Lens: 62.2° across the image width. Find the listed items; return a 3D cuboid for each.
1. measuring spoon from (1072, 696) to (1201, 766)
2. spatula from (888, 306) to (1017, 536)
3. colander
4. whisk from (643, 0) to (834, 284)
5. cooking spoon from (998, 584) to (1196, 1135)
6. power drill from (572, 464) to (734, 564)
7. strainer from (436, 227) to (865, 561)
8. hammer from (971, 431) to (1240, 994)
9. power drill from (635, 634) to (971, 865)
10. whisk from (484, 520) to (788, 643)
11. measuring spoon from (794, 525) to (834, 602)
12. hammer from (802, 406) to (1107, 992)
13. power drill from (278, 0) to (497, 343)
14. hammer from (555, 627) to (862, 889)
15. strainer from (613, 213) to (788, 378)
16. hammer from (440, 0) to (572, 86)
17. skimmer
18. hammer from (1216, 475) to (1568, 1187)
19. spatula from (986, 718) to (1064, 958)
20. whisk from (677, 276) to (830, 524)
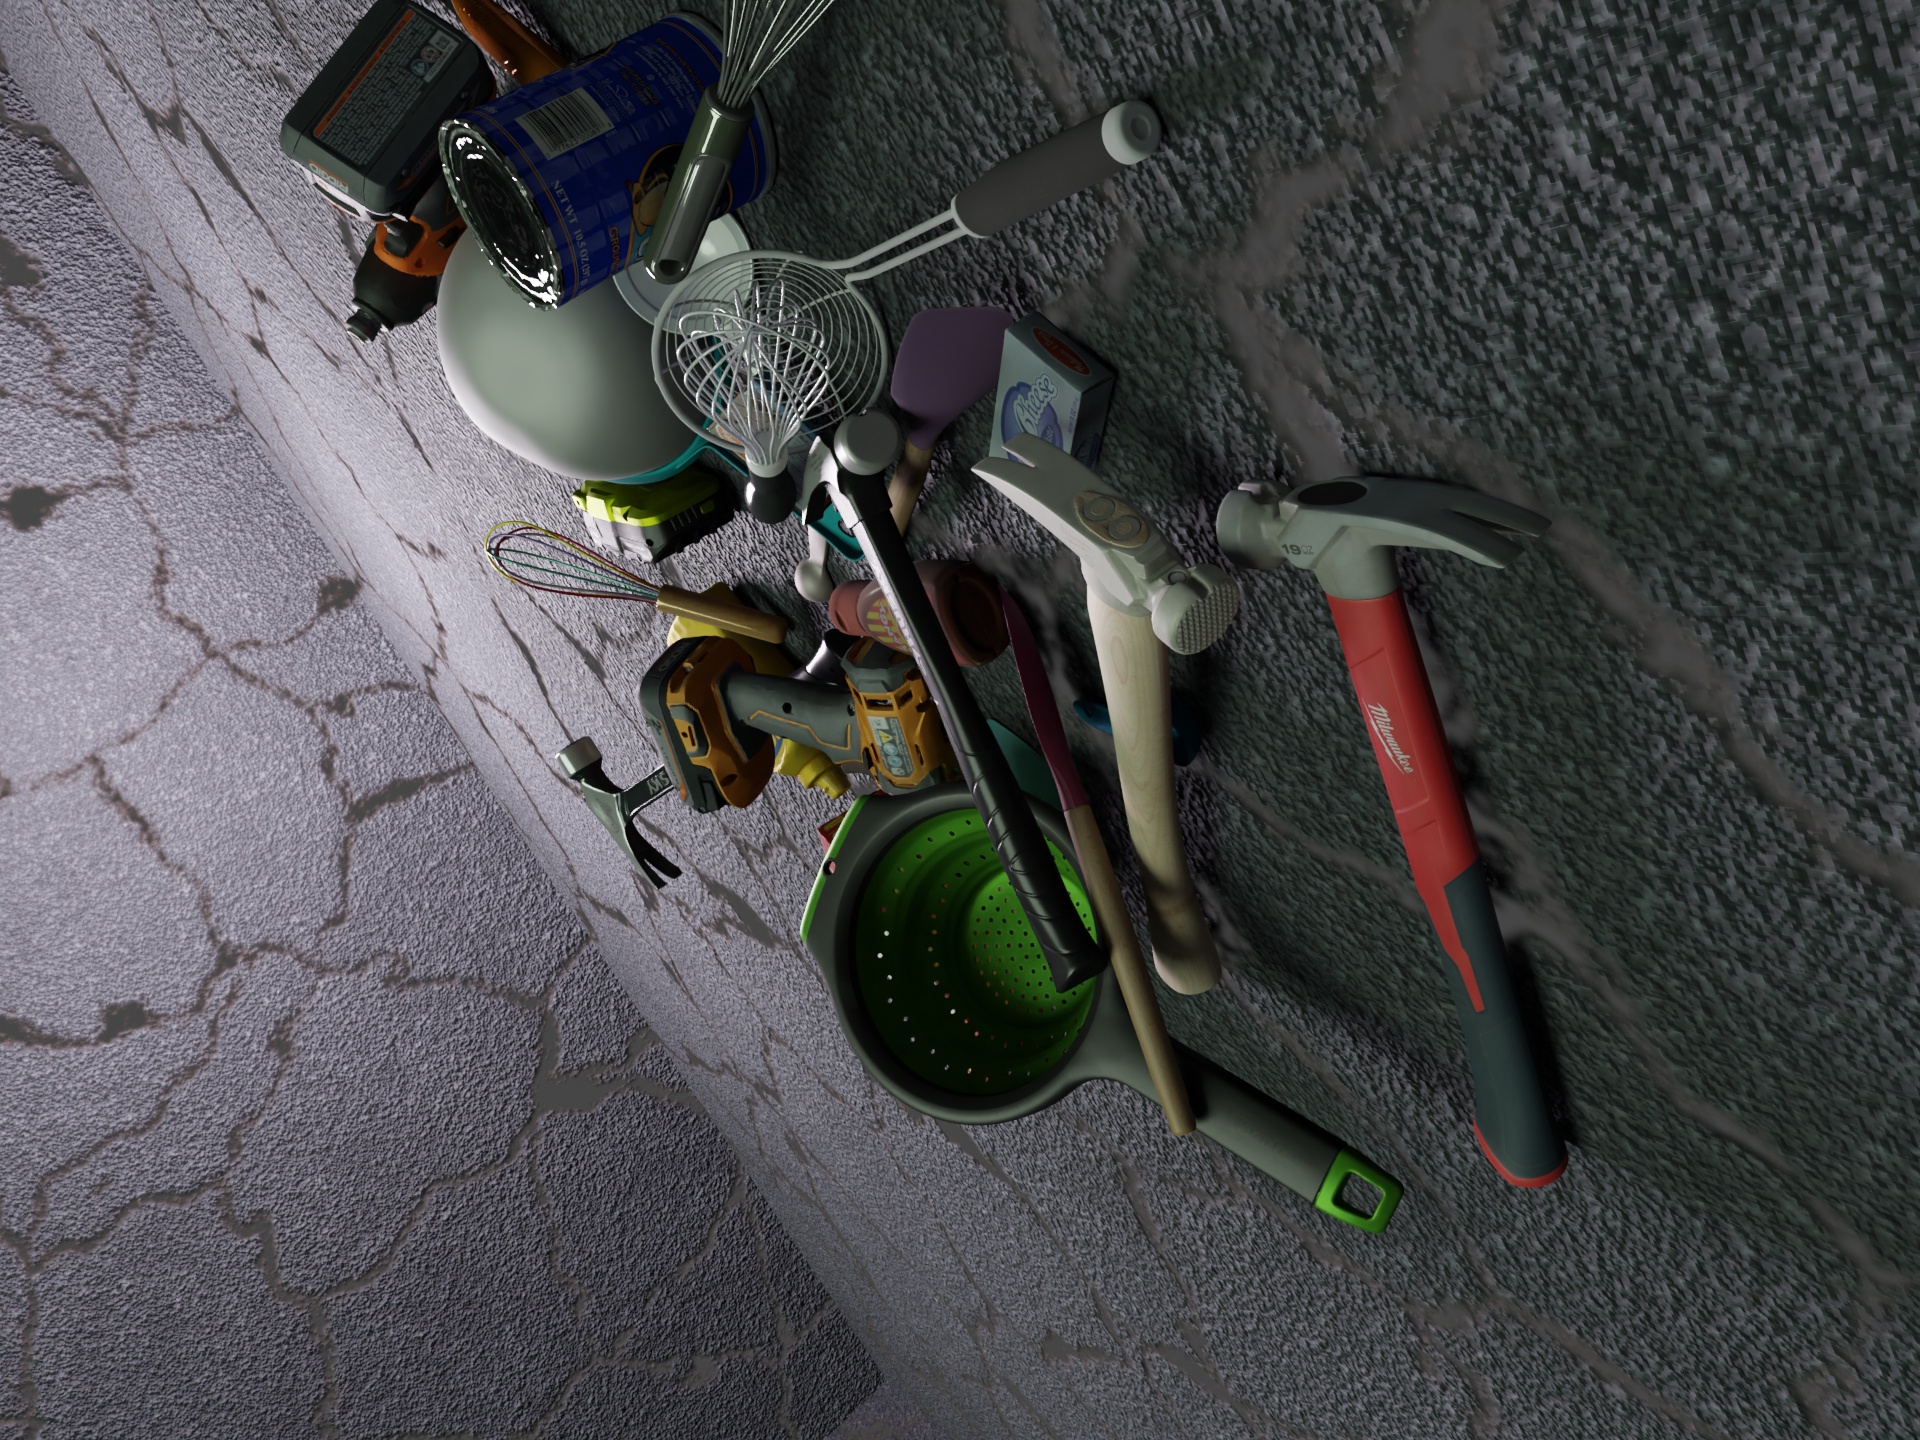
[{"bbox_3d":[0.098,-0.003,0.879,0.042,0.021,0.129,58,166,-18],"label":"measuring spoon"},{"bbox_3d":[-0.022,-0.143,0.867,0.316,0.059,0.018,124,140,-71],"label":"spatula"},{"bbox_3d":[0.087,0.174,0.945,0.397,0.204,0.094,28,-171,29],"label":"colander"},{"bbox_3d":[-0.103,-0.289,0.729,0.246,0.057,0.059,-49,43,50],"label":"whisk"},{"bbox_3d":[0.073,0.073,0.883,0.068,0.017,0.319,41,-149,-79],"label":"cooking spoon"},{"bbox_3d":[-0.251,-0.230,1.135,0.171,0.080,0.223,21,138,51],"label":"power drill"},{"bbox_3d":[-0.207,-0.195,1.000,0.340,0.095,0.211,38,130,5],"label":"strainer"},{"bbox_3d":[0.094,0.027,0.843,0.146,0.038,0.410,44,163,35],"label":"hammer"},{"bbox_3d":[-0.096,0.024,1.111,0.226,0.084,0.185,2,127,28],"label":"power drill"},{"bbox_3d":[-0.251,-0.104,1.221,0.245,0.047,0.051,16,-179,2],"label":"whisk"},{"bbox_3d":[-0.102,-0.119,1.080,0.034,0.018,0.124,45,155,20],"label":"measuring spoon"},{"bbox_3d":[-0.001,-0.003,0.875,0.335,0.035,0.146,65,165,-5],"label":"hammer"},{"bbox_3d":[-0.354,-0.335,1.015,0.084,0.164,0.226,33,170,-5],"label":"power drill"},{"bbox_3d":[-0.190,0.023,1.259,0.409,0.036,0.149,-28,95,47],"label":"hammer"},{"bbox_3d":[-0.124,-0.219,0.955,0.087,0.050,0.258,-27,109,23],"label":"strainer"},{"bbox_3d":[-0.286,-0.430,0.970,0.337,0.034,0.127,44,157,20],"label":"hammer"},{"bbox_3d":[-0.035,-0.198,0.752,0.127,0.090,0.363,28,166,-28],"label":"skimmer"},{"bbox_3d":[0.228,0.069,0.701,0.143,0.038,0.386,16,137,53],"label":"hammer"},{"bbox_3d":[0.045,0.119,1.140,0.082,0.044,0.317,40,158,27],"label":"spatula"},{"bbox_3d":[-0.099,-0.146,0.808,0.070,0.070,0.284,51,171,4],"label":"whisk"}]
